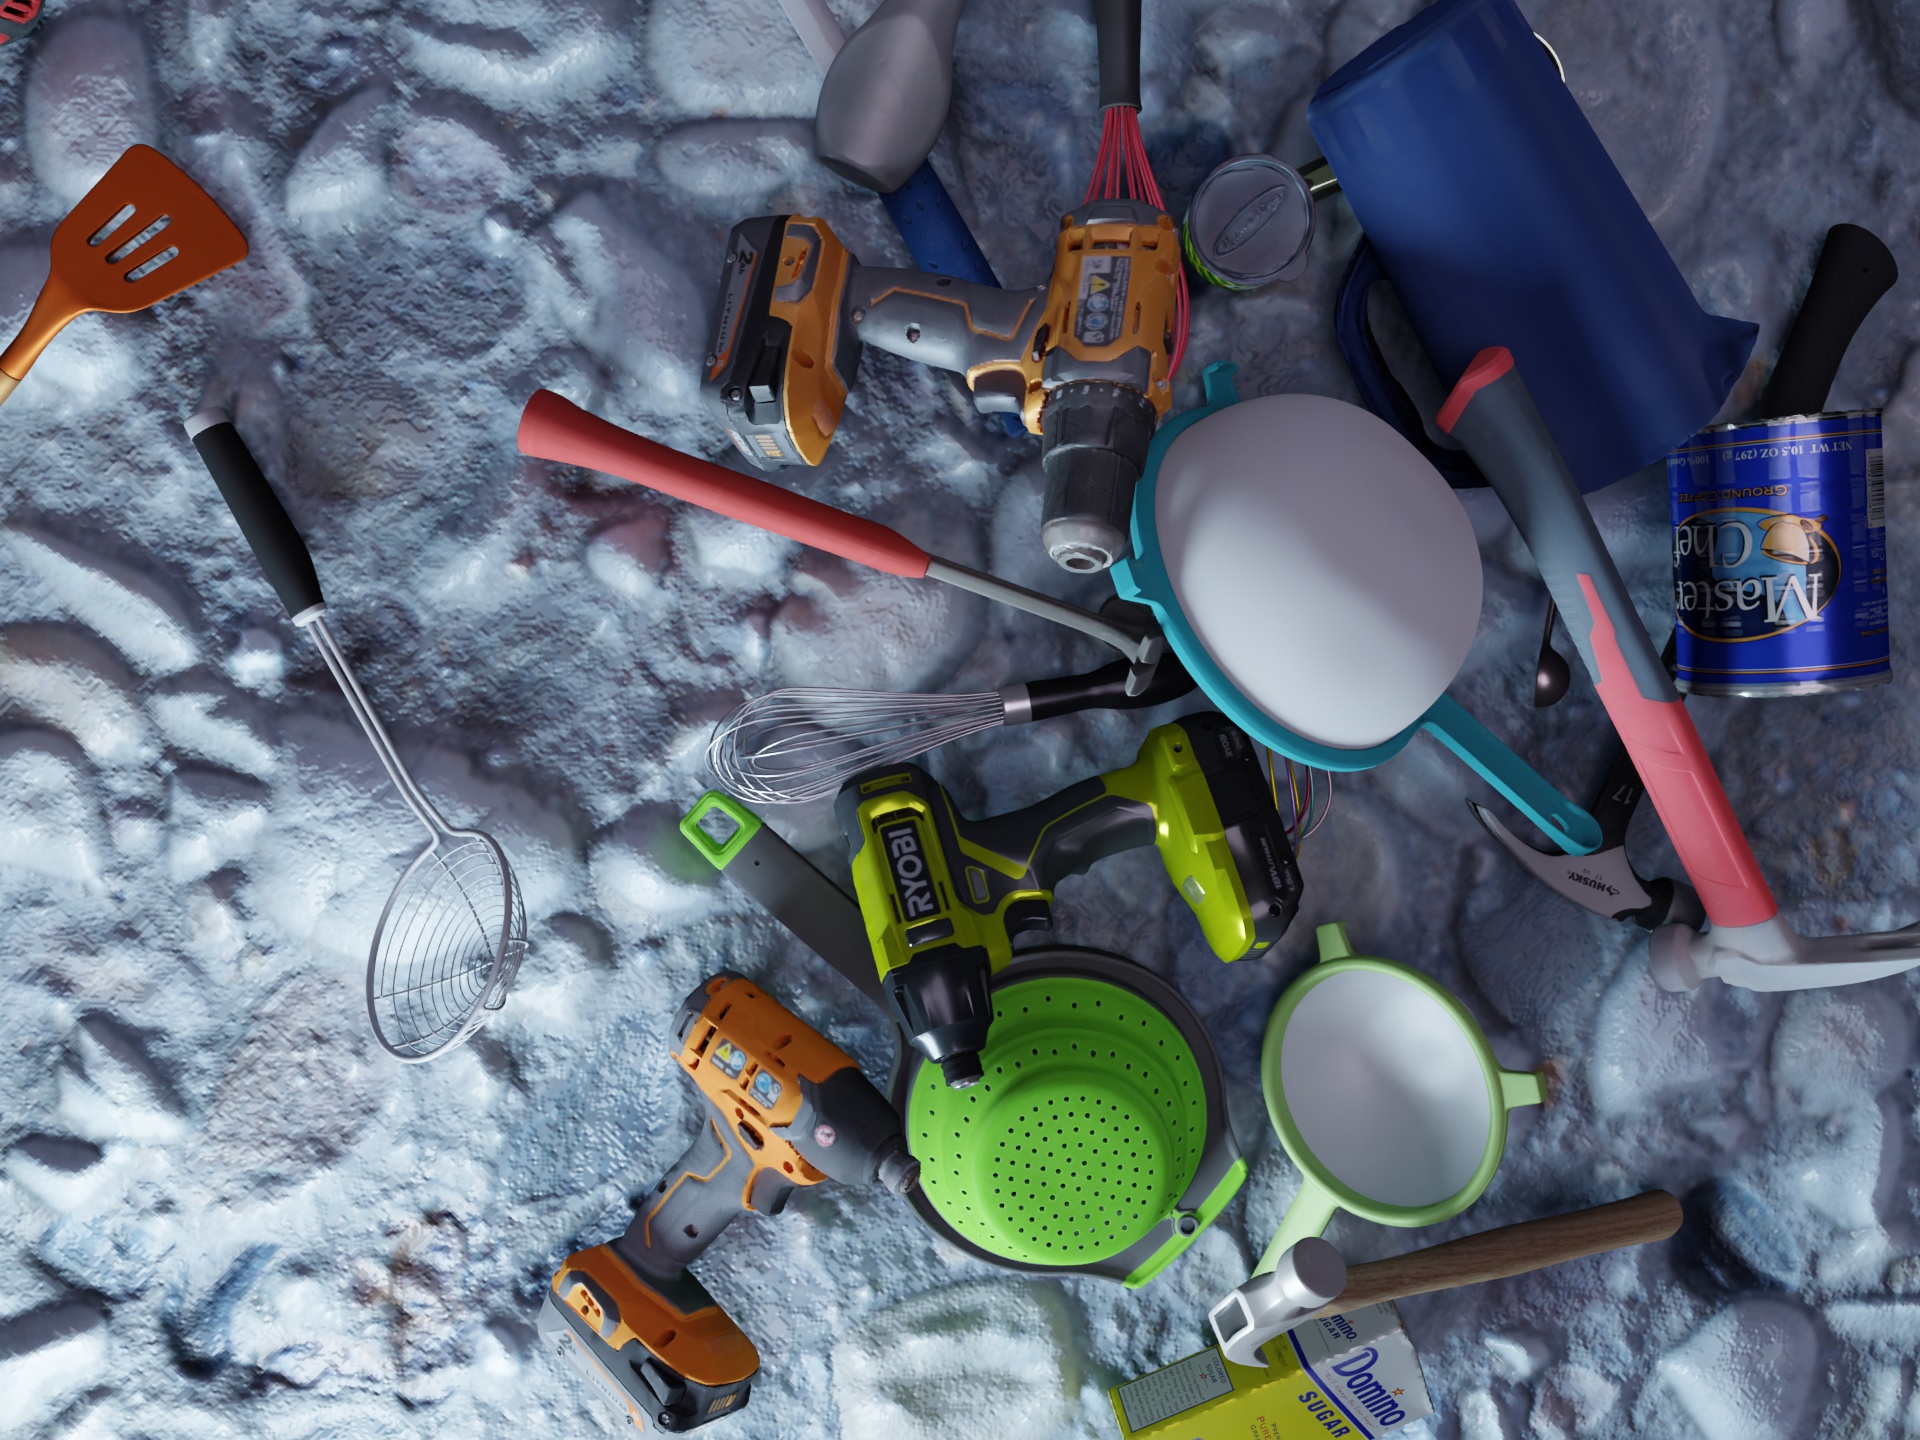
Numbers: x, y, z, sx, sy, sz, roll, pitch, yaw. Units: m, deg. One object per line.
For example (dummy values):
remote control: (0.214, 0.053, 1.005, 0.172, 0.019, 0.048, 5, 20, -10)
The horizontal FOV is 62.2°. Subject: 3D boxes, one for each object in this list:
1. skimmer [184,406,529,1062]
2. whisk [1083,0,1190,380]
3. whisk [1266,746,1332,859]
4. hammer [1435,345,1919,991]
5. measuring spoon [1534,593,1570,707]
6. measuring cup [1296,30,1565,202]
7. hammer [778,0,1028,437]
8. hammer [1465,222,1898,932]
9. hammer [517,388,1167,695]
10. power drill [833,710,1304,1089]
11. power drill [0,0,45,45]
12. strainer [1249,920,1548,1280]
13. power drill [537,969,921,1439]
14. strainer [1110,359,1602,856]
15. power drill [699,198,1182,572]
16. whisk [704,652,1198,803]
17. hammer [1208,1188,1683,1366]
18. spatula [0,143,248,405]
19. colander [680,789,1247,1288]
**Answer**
skimmer: (-0.341, 0.005, 0.853, 0.127, 0.090, 0.363, -23, 97, 32)
whisk: (0.086, -0.306, 0.851, 0.073, 0.073, 0.296, -2, 93, -3)
whisk: (0.172, -0.041, 0.901, 0.047, 0.051, 0.245, -11, 94, -37)
hammer: (0.358, -0.020, 0.807, 0.143, 0.038, 0.386, -16, 113, 44)
measuring spoon: (0.341, -0.066, 0.895, 0.018, 0.034, 0.124, 9, 77, 25)
measuring cup: (0.243, -0.319, 0.872, 0.167, 0.038, 0.083, -21, 104, 17)
hammer: (-0.062, -0.334, 0.849, 0.144, 0.035, 0.405, -31, 98, 1)
hammer: (0.427, -0.083, 0.908, 0.149, 0.036, 0.409, 21, 96, -4)
hammer: (-0.064, -0.098, 0.840, 0.359, 0.149, 0.036, 20, 103, 1)
power drill: (0.059, 0.090, 0.855, 0.223, 0.080, 0.171, -14, 69, -8)
power drill: (-0.533, -0.300, 0.778, 0.078, 0.143, 0.219, 20, 98, -3)
strainer: (0.235, 0.248, 0.924, 0.152, 0.069, 0.256, 39, 121, 35)
power drill: (-0.123, 0.275, 0.875, 0.164, 0.084, 0.226, 30, 97, 29)
strainer: (0.242, -0.048, 0.820, 0.340, 0.211, 0.095, 39, 139, -13)
power drill: (-0.009, -0.165, 0.786, 0.226, 0.084, 0.185, 4, 73, 13)
whisk: (-0.001, -0.003, 0.888, 0.284, 0.070, 0.070, -11, 98, -6)
hammer: (0.279, 0.301, 0.883, 0.331, 0.031, 0.130, 0, 143, -29)
spatula: (-0.521, -0.170, 0.856, 0.322, 0.041, 0.081, -44, 97, 7)
colander: (-0.002, 0.184, 0.890, 0.397, 0.094, 0.204, 42, 94, -7)
